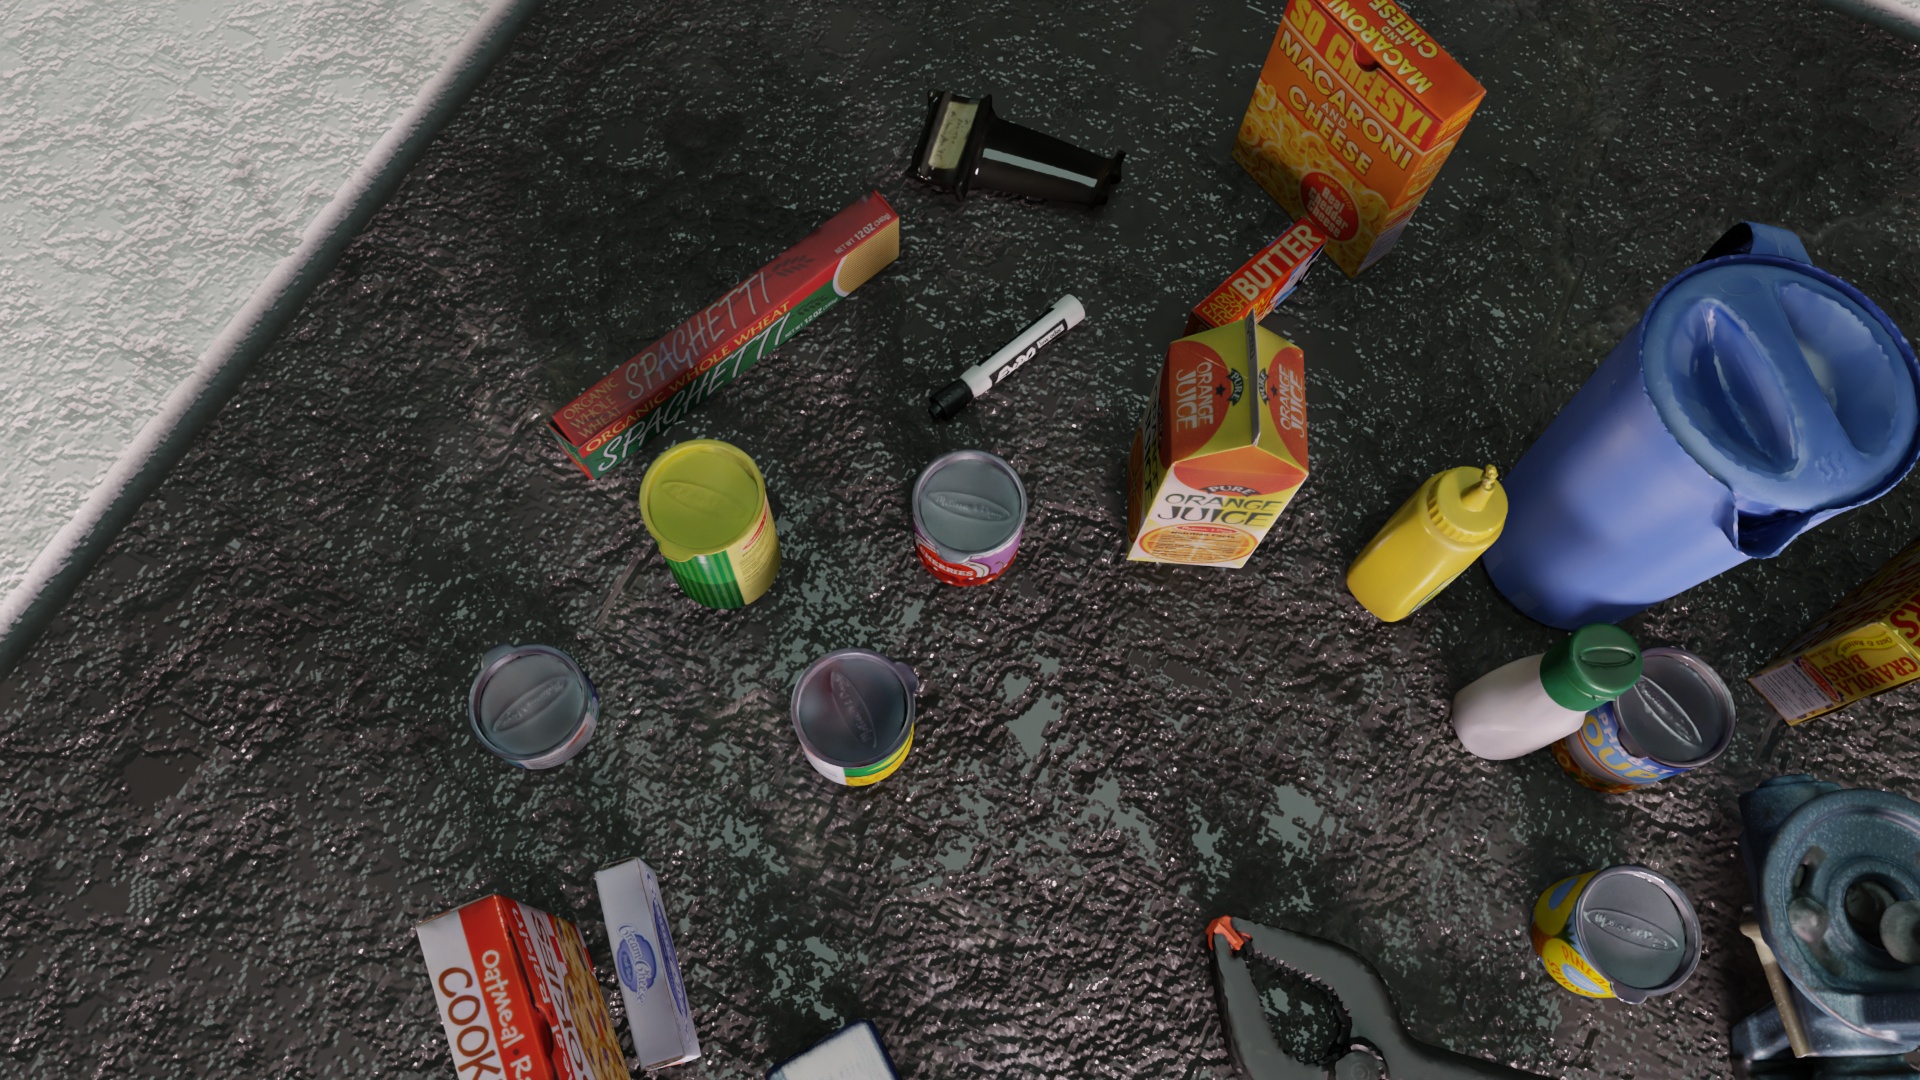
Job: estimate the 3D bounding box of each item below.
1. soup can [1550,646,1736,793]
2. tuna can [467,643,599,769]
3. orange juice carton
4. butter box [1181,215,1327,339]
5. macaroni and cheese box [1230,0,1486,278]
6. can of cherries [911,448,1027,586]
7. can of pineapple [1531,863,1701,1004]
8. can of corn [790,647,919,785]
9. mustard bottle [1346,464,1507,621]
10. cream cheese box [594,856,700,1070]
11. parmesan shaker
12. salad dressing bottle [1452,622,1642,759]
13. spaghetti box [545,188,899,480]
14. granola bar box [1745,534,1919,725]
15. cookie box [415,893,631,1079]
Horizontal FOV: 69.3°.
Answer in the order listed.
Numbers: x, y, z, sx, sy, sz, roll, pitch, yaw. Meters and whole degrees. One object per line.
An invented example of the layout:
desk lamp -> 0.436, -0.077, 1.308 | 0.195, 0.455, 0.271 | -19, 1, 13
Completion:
soup can -> 0.374, 0.103, 0.773 | 0.071, 0.083, 0.071 | 1, 70, -2
tuna can -> -0.240, 0.091, 0.778 | 0.071, 0.032, 0.071 | 1, 69, -2
orange juice carton -> 0.140, -0.050, 0.762 | 0.073, 0.192, 0.072 | 4, 70, -1
butter box -> 0.184, -0.156, 0.879 | 0.104, 0.053, 0.024 | -41, 76, -16
macaroni and cheese box -> 0.238, -0.255, 0.858 | 0.040, 0.166, 0.124 | -35, 75, -14
can of cherries -> 0.003, -0.010, 0.813 | 0.071, 0.058, 0.072 | 1, 69, -2
can of pineapple -> 0.348, 0.212, 0.744 | 0.071, 0.057, 0.071 | 1, 69, -2
can of corn -> -0.056, 0.097, 0.770 | 0.071, 0.058, 0.071 | 1, 69, -2
mustard bottle -> 0.263, -0.003, 0.767 | 0.065, 0.159, 0.049 | -40, 76, -15
cream cheese box -> -0.162, 0.220, 0.721 | 0.024, 0.053, 0.104 | -17, 71, -8
parmesan shaker -> -0.140, -0.004, 0.781 | 0.071, 0.102, 0.071 | 1, 70, -2
salad dressing bottle -> 0.313, 0.082, 0.744 | 0.064, 0.147, 0.044 | 0, 70, -2
spaghetti box -> -0.140, -0.127, 0.856 | 0.251, 0.050, 0.029 | -39, 76, -15
granola bar box -> 0.547, 0.032, 0.785 | 0.166, 0.123, 0.039 | -33, 75, -14
cookie box -> -0.195, 0.237, 0.652 | 0.040, 0.167, 0.123 | -22, 72, -10
